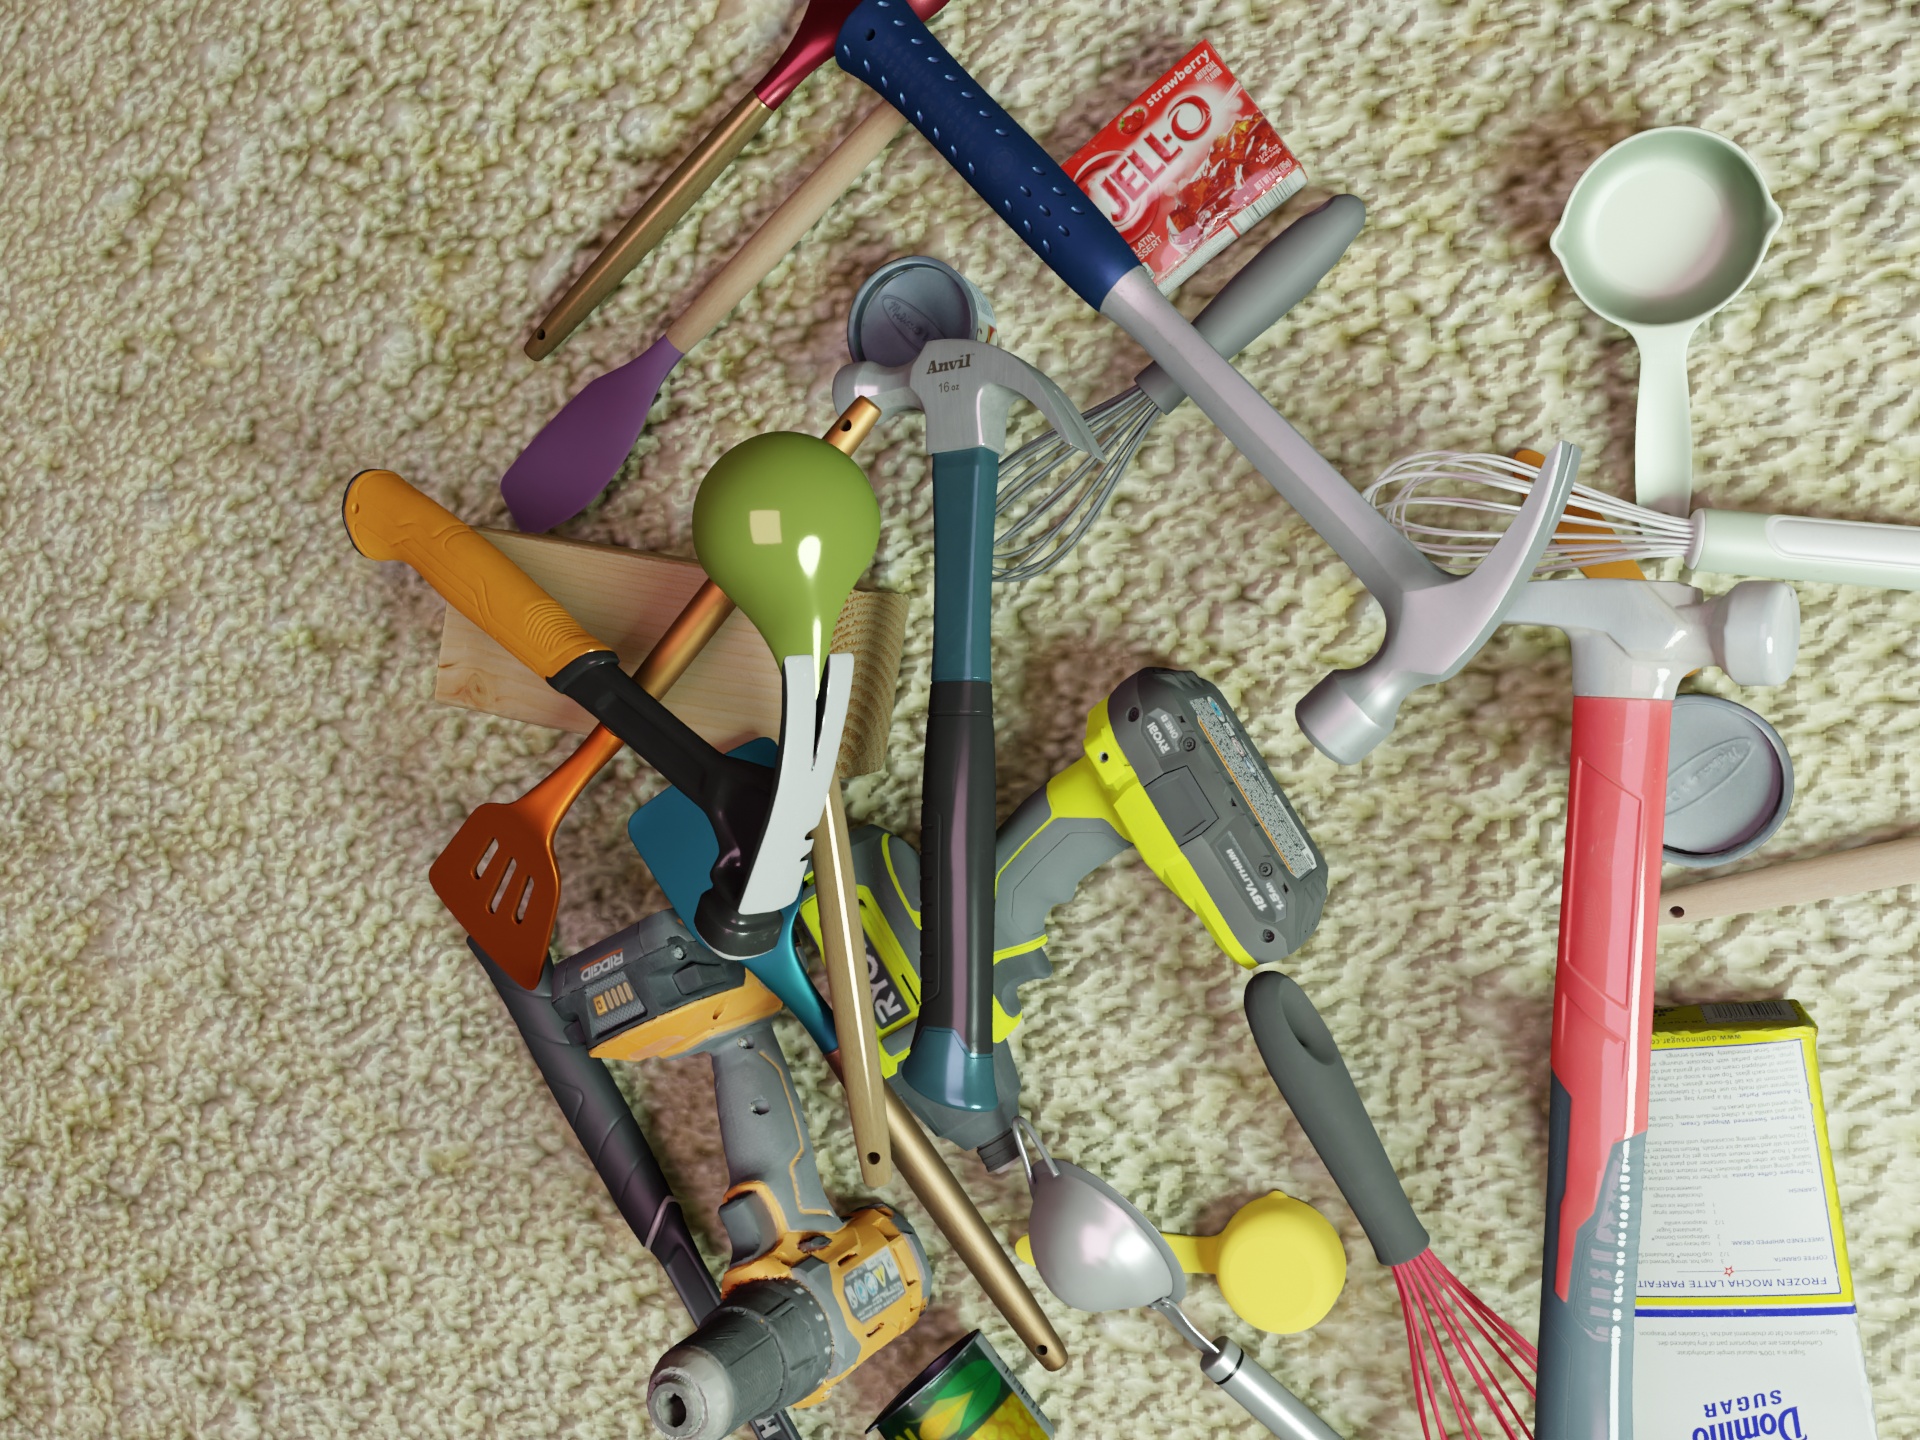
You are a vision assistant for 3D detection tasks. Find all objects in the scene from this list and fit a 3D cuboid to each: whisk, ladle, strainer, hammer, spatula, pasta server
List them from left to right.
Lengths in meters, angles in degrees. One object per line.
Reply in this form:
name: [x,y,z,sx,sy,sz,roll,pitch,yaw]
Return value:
hammer: [-0.175,-0.039,0.686,0.337,0.034,0.127,34,116,34]
spatula: [-0.137,-0.015,0.718,0.081,0.041,0.322,43,101,14]
hammer: [-0.147,0.279,0.819,0.149,0.036,0.409,-39,77,26]
spatula: [-0.126,-0.207,0.802,0.316,0.018,0.060,-42,63,18]
ladle: [-0.116,-0.291,0.793,0.315,0.031,0.069,-41,80,19]
ladle: [-0.056,0.039,0.669,0.078,0.062,0.320,-8,99,-1]
spatula: [-0.038,0.160,0.714,0.082,0.044,0.317,-31,99,12]
hammer: [-0.001,-0.002,0.685,0.128,0.033,0.331,-3,83,33]
hammer: [0.079,-0.178,0.666,0.144,0.035,0.406,-48,67,23]
whisk: [0.086,-0.146,0.710,0.239,0.055,0.055,-42,78,14]
strainer: [0.108,0.277,0.699,0.258,0.050,0.087,41,148,-1]
whisk: [0.191,0.234,0.654,0.073,0.073,0.296,-28,92,20]
hammer: [0.227,0.140,0.605,0.143,0.038,0.386,4,92,42]
whisk: [0.283,-0.073,0.630,0.246,0.059,0.058,7,68,13]
pasta server: [0.420,0.042,0.593,0.316,0.040,0.060,-16,98,22]

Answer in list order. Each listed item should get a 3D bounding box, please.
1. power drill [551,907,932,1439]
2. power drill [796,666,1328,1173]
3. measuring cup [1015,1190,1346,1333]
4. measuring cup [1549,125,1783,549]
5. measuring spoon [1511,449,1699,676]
power drill: [-0.108,0.201,0.727,0.084,0.185,0.226,-28,79,23]
power drill: [0.045,0.092,0.722,0.223,0.080,0.171,-34,81,23]
measuring cup: [0.096,0.249,0.729,0.156,0.029,0.062,-5,90,20]
measuring cup: [0.284,-0.152,0.645,0.083,0.038,0.167,-1,108,20]
measuring spoon: [0.268,-0.066,0.660,0.021,0.011,0.117,-38,79,18]
